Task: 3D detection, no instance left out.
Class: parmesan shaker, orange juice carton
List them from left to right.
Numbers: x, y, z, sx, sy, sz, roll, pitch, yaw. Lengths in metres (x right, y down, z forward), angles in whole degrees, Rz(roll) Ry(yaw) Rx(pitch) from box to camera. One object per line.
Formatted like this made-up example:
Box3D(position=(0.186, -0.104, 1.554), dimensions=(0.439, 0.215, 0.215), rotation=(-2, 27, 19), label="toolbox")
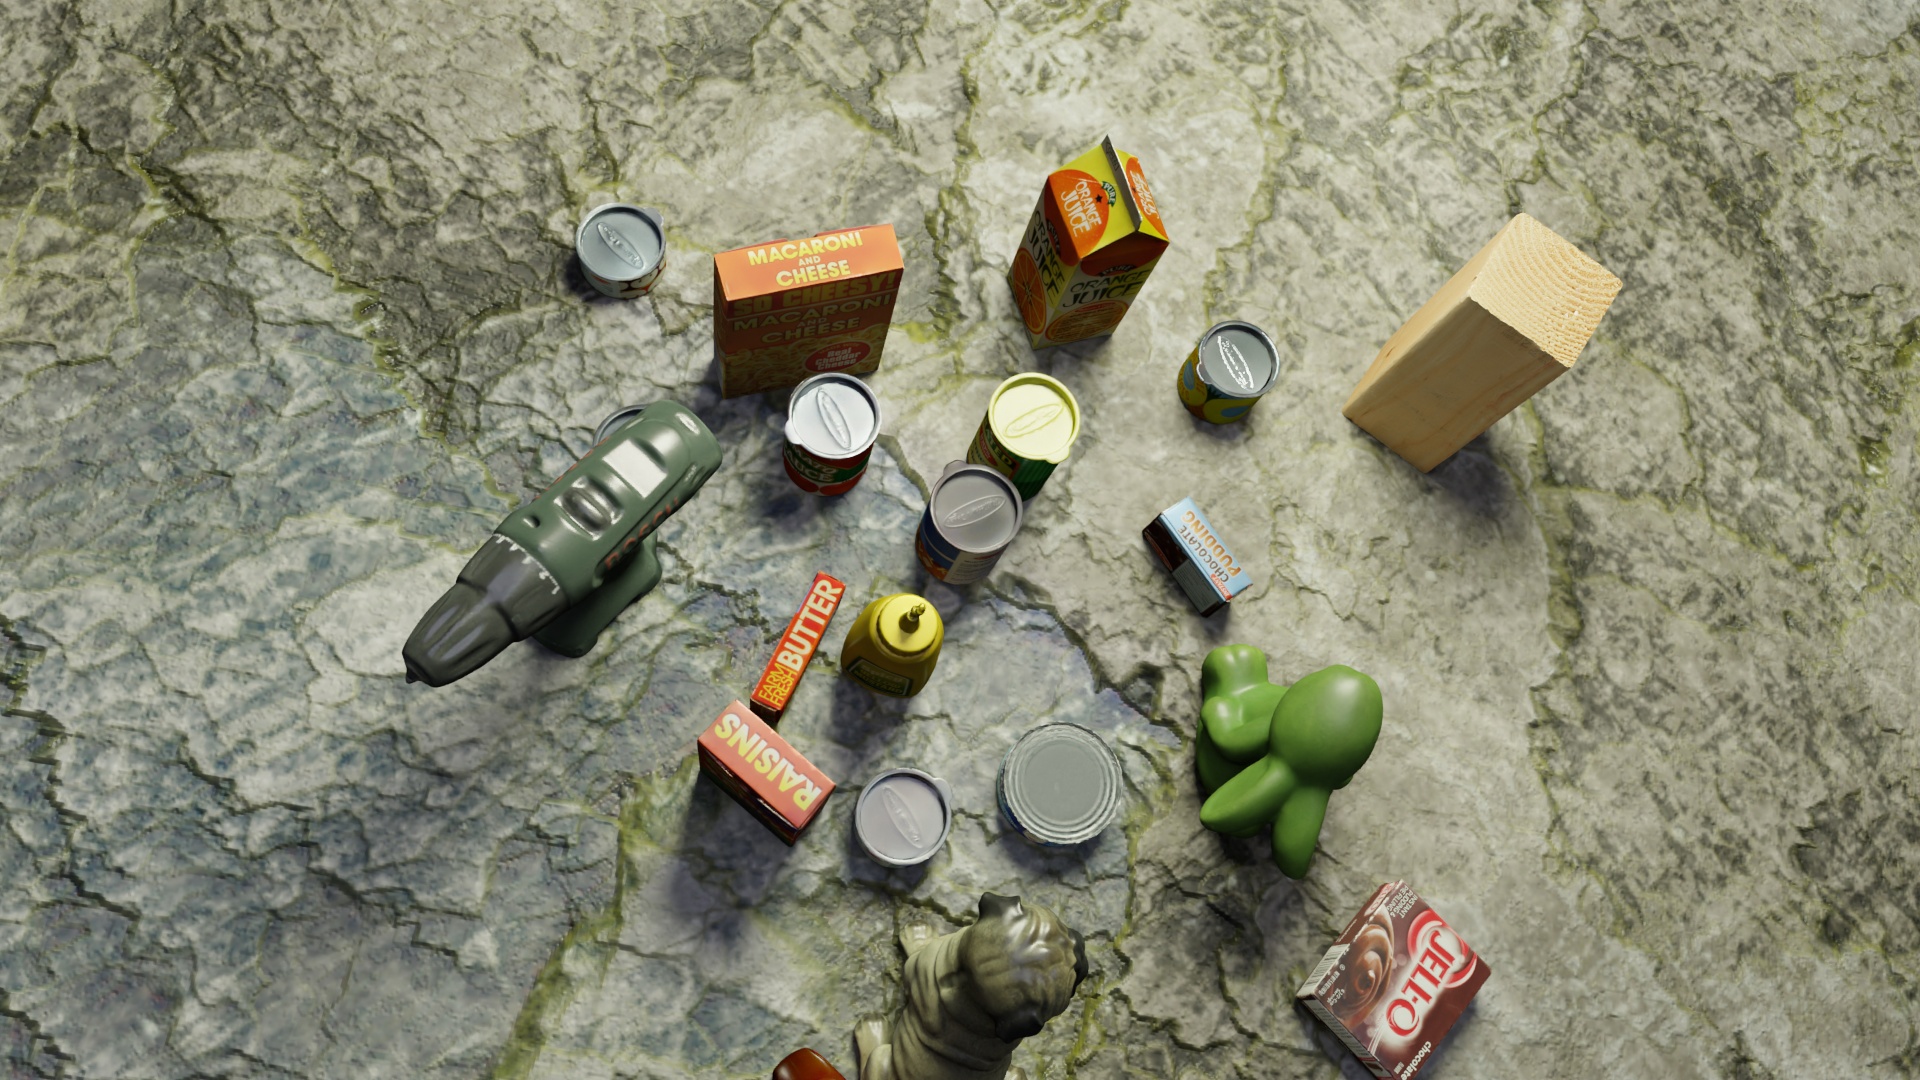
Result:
Box3D(position=(0.045, -0.070, 1.023), dimensions=(0.071, 0.102, 0.071), rotation=(3, 72, -9), label="parmesan shaker")
Box3D(position=(0.096, -0.219, 1.034), dimensions=(0.073, 0.192, 0.072), rotation=(-14, 75, -14), label="orange juice carton")

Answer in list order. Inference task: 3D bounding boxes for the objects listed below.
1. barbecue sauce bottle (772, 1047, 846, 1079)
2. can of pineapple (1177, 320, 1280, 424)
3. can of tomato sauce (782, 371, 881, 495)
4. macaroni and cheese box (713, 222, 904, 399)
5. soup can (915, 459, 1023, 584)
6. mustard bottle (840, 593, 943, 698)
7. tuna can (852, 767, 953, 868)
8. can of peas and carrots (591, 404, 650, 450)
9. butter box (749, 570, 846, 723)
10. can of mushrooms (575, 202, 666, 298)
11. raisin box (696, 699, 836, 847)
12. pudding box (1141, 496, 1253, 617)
Box3D(position=(-0.085, 0.342, 0.839), dimensions=(0.044, 0.148, 0.065), rotation=(-32, 80, -18), label="barbecue sauce bottle")
Box3D(position=(0.209, -0.132, 1.097), dimensions=(0.071, 0.057, 0.071), rotation=(3, 72, -9), label="can of pineapple")
Box3D(position=(-0.097, -0.074, 1.010), dimensions=(0.071, 0.082, 0.071), rotation=(3, 72, -9), label="can of tomato sauce")
Box3D(position=(-0.113, -0.161, 0.991), dimensions=(0.124, 0.166, 0.040), rotation=(-13, 75, -14), label="macaroni and cheese box")
Box3D(position=(0.004, -0.013, 1.007), dimensions=(0.071, 0.083, 0.071), rotation=(3, 72, -9), label="soup can")
Box3D(position=(-0.043, 0.067, 0.932), dimensions=(0.065, 0.159, 0.049), rotation=(23, 70, -2), label="mustard bottle")
Box3D(position=(-0.039, 0.191, 0.959), dimensions=(0.071, 0.032, 0.071), rotation=(3, 72, -9), label="tuna can")
Box3D(position=(-0.226, -0.058, 0.994), dimensions=(0.071, 0.058, 0.071), rotation=(3, 72, -9), label="can of peas and carrots")
Box3D(position=(-0.114, 0.076, 0.973), dimensions=(0.024, 0.053, 0.104), rotation=(27, 70, -1), label="butter box")
Box3D(position=(-0.255, -0.221, 1.056), dimensions=(0.071, 0.033, 0.071), rotation=(3, 72, -9), label="can of mushrooms")
Box3D(position=(-0.129, 0.154, 0.907), dimensions=(0.086, 0.123, 0.040), rotation=(41, 70, 4), label="raisin box")
Box3D(position=(0.178, 0.013, 1.048), dimensions=(0.030, 0.049, 0.084), rotation=(-32, 80, -18), label="pudding box")
